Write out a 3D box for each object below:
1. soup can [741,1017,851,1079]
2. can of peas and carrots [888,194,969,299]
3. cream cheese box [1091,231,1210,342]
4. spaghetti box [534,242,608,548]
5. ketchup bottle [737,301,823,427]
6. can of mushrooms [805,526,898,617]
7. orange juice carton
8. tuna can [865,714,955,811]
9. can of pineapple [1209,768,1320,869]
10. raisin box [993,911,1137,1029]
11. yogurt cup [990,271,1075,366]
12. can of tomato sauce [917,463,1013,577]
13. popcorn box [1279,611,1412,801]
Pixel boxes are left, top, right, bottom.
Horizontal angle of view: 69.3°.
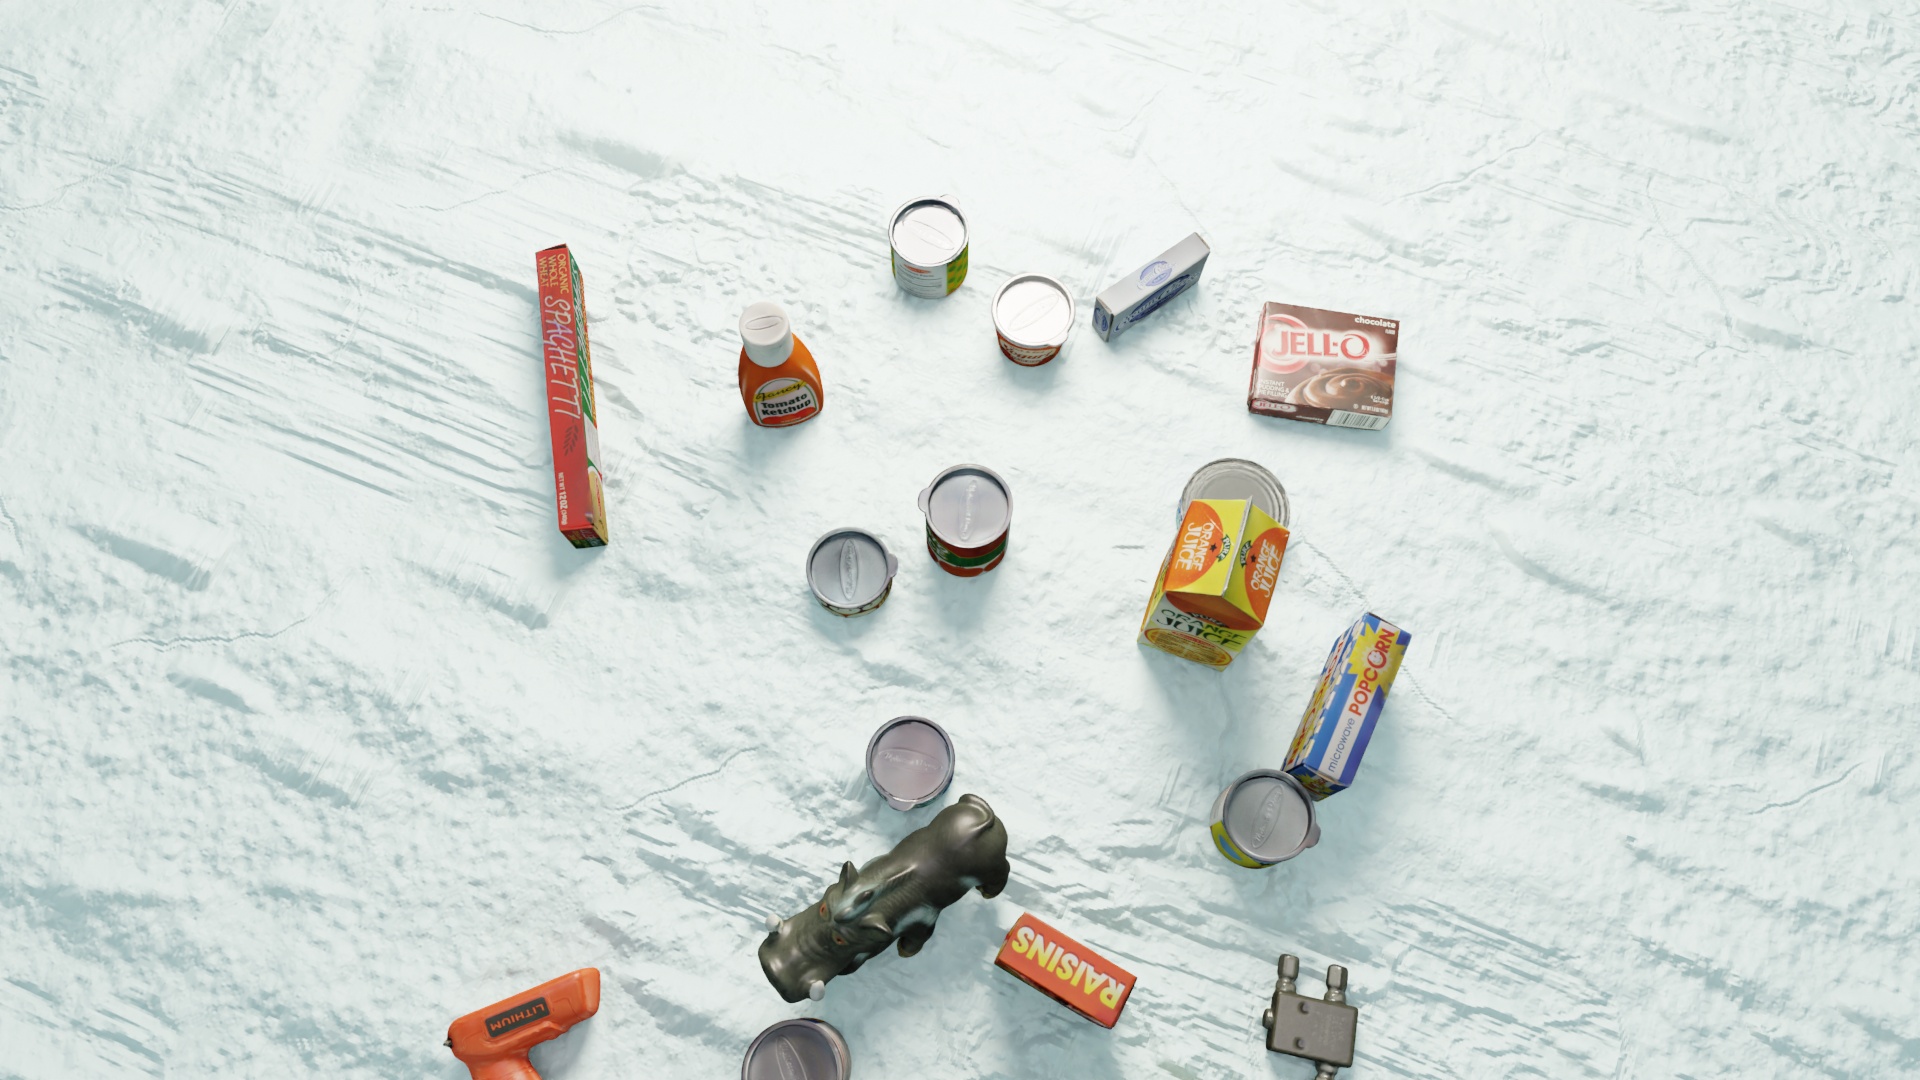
[{"bbox_3d":[-0.111,0.358,0.938,0.071,0.083,0.071,0,72,0],"label":"soup can"},{"bbox_3d":[-0.025,-0.245,1.154,0.071,0.058,0.071,0,72,0],"label":"can of peas and carrots"},{"bbox_3d":[0.156,-0.208,1.146,0.104,0.053,0.024,-34,75,-11],"label":"cream cheese box"},{"bbox_3d":[-0.312,-0.117,1.114,0.029,0.050,0.250,-9,72,-3],"label":"spaghetti box"},{"bbox_3d":[-0.143,-0.135,1.069,0.065,0.148,0.043,-14,73,-5],"label":"ketchup bottle"},{"bbox_3d":[-0.083,0.025,1.077,0.071,0.033,0.071,0,72,0],"label":"can of mushrooms"},{"bbox_3d":[0.181,0.031,0.993,0.073,0.192,0.072,19,73,6],"label":"orange juice carton"},{"bbox_3d":[-0.037,0.167,1.030,0.071,0.032,0.071,0,72,0],"label":"tuna can"},{"bbox_3d":[0.219,0.204,1.006,0.071,0.057,0.071,0,72,0],"label":"can of pineapple"},{"bbox_3d":[0.068,0.291,0.941,0.086,0.123,0.040,29,74,9],"label":"raisin box"},{"bbox_3d":[0.058,-0.177,1.135,0.072,0.053,0.072,0,72,0],"label":"yogurt cup"},{"bbox_3d":[0.004,-0.013,1.064,0.071,0.083,0.071,0,72,0],"label":"can of tomato sauce"},{"bbox_3d":[0.280,0.124,1.019,0.038,0.085,0.127,26,73,8],"label":"popcorn box"}]
